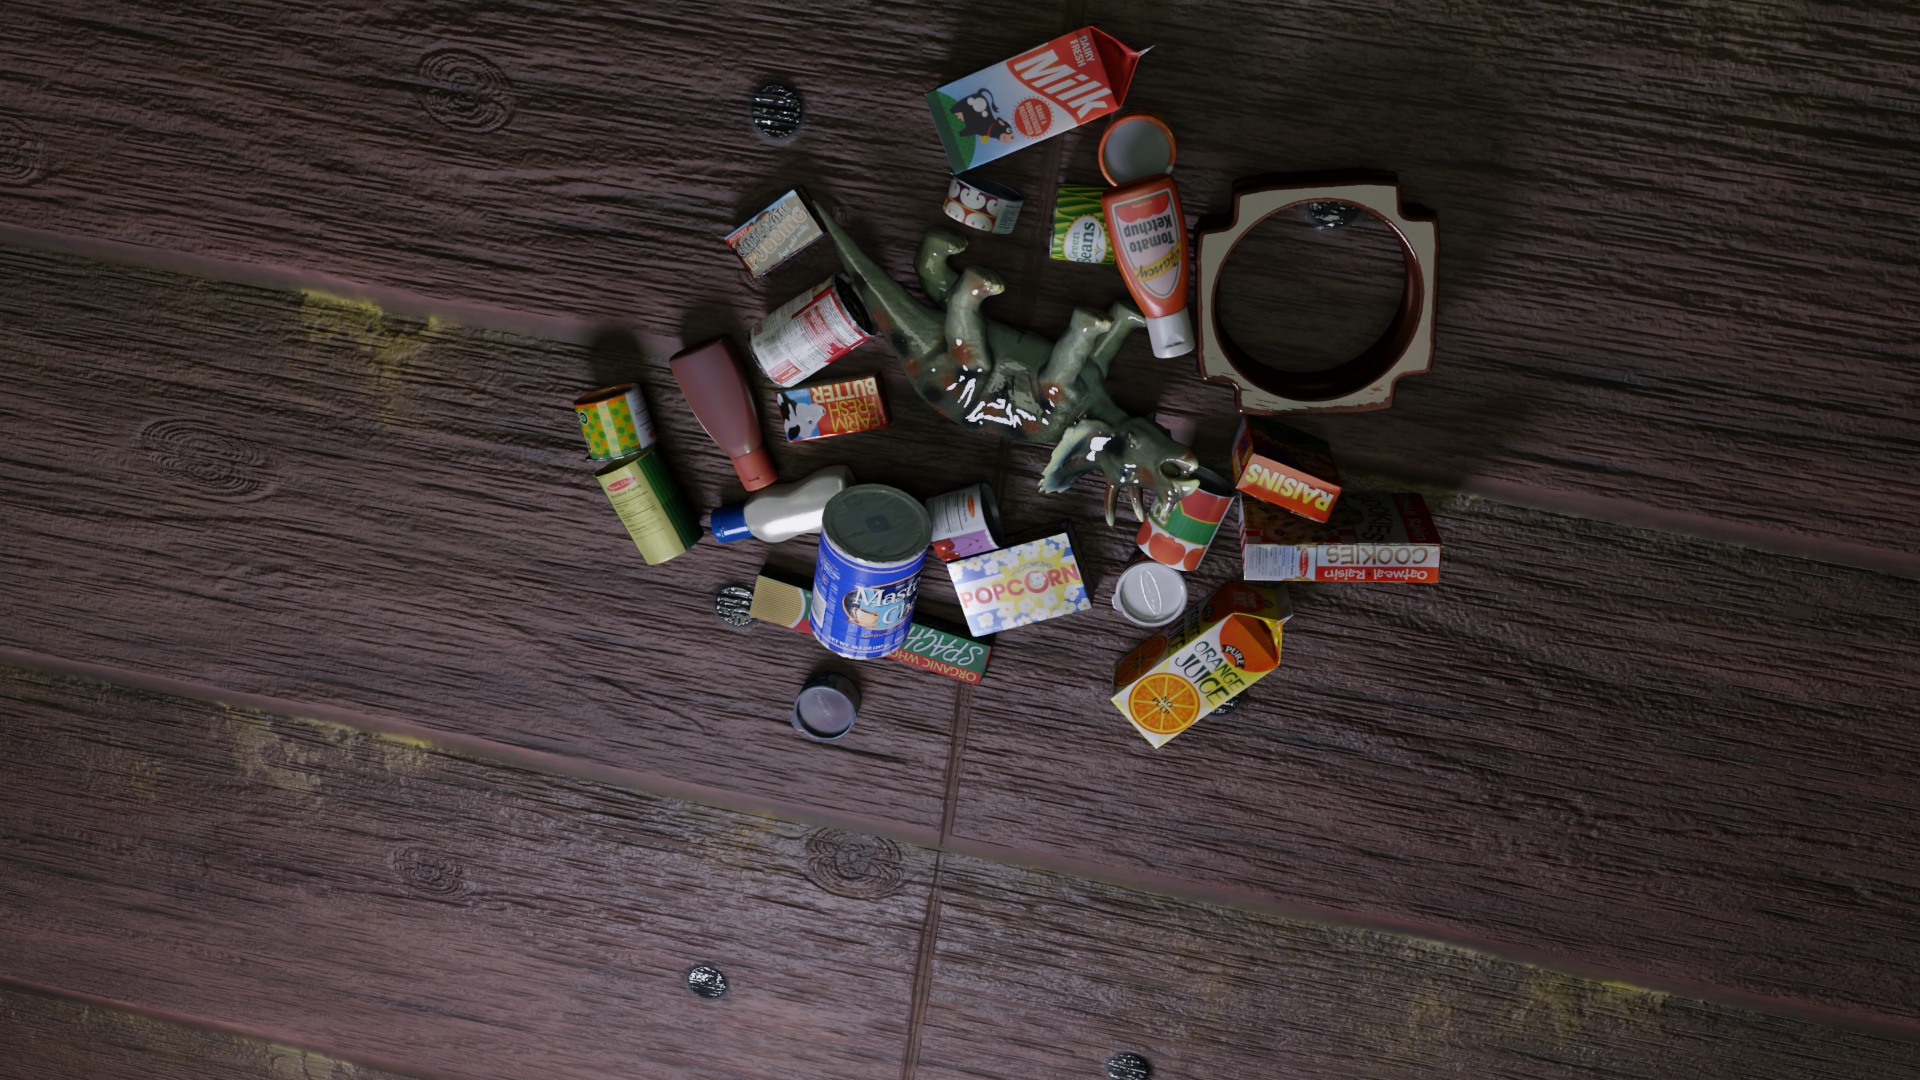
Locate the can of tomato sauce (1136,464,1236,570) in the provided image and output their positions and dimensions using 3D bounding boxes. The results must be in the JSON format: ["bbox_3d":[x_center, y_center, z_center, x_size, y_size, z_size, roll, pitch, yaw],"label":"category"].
[{"bbox_3d":[0.209,-0.024,1.299,0.071,0.071,0.082,22,114,-1],"label":"can of tomato sauce"}]

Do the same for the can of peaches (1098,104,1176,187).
[{"bbox_3d":[0.150,-0.335,1.186,0.071,0.058,0.071,3,113,7],"label":"can of peaches"}]

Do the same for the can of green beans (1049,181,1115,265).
[{"bbox_3d":[0.110,-0.276,1.211,0.058,0.071,0.071,8,113,5],"label":"can of green beans"}]

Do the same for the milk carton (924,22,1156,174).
[{"bbox_3d":[0.074,-0.381,1.171,0.190,0.072,0.073,-18,108,15],"label":"milk carton"}]

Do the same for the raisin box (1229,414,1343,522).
[{"bbox_3d":[0.288,-0.067,1.239,0.086,0.124,0.040,22,114,-1],"label":"raisin box"}]

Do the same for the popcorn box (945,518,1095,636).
[{"bbox_3d":[0.059,0.037,1.362,0.126,0.038,0.085,-15,109,14],"label":"popcorn box"}]

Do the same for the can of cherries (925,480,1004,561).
[{"bbox_3d":[0.005,-0.017,1.335,0.058,0.072,0.071,-15,109,15],"label":"can of cherries"}]

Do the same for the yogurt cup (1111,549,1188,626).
[{"bbox_3d":[0.184,0.041,1.336,0.072,0.054,0.072,3,113,7],"label":"yogurt cup"}]

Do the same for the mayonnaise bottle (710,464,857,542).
[{"bbox_3d":[-0.172,-0.030,1.368,0.148,0.041,0.064,-12,115,14],"label":"mayonnaise bottle"}]

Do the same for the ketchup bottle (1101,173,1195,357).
[{"bbox_3d":[0.165,-0.229,1.172,0.065,0.044,0.148,-15,112,7],"label":"ketchup bottle"}]

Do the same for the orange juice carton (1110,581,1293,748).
[{"bbox_3d":[0.241,0.110,1.346,0.192,0.072,0.073,-39,103,21],"label":"orange juice carton"}]

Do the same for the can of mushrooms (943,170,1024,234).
[{"bbox_3d":[0.018,-0.297,1.218,0.071,0.071,0.033,20,115,0],"label":"can of mushrooms"}]

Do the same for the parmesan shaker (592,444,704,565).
[{"bbox_3d":[-0.308,-0.035,1.373,0.071,0.071,0.103,-21,108,16],"label":"parmesan shaker"}]

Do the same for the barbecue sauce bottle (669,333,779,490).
[{"bbox_3d":[-0.221,-0.120,1.337,0.065,0.044,0.148,-18,109,16],"label":"barbecue sauce bottle"}]

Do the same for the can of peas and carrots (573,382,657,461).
[{"bbox_3d":[-0.336,-0.115,1.343,0.071,0.071,0.058,-9,110,12],"label":"can of peas and carrots"}]

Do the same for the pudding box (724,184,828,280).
[{"bbox_3d":[-0.167,-0.282,1.270,0.083,0.030,0.049,-29,104,18],"label":"pudding box"}]

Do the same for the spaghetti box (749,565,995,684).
[{"bbox_3d":[-0.089,0.086,1.409,0.250,0.029,0.050,17,114,2],"label":"spaghetti box"}]

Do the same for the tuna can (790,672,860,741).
[{"bbox_3d":[-0.141,0.174,1.451,0.071,0.033,0.070,3,112,7],"label":"tuna can"}]

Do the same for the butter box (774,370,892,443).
[{"bbox_3d":[-0.121,-0.128,1.329,0.103,0.024,0.053,-8,110,11],"label":"butter box"}]

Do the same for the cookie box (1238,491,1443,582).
[{"bbox_3d":[0.339,-0.005,1.256,0.167,0.123,0.040,1,113,8],"label":"cookie box"}]
